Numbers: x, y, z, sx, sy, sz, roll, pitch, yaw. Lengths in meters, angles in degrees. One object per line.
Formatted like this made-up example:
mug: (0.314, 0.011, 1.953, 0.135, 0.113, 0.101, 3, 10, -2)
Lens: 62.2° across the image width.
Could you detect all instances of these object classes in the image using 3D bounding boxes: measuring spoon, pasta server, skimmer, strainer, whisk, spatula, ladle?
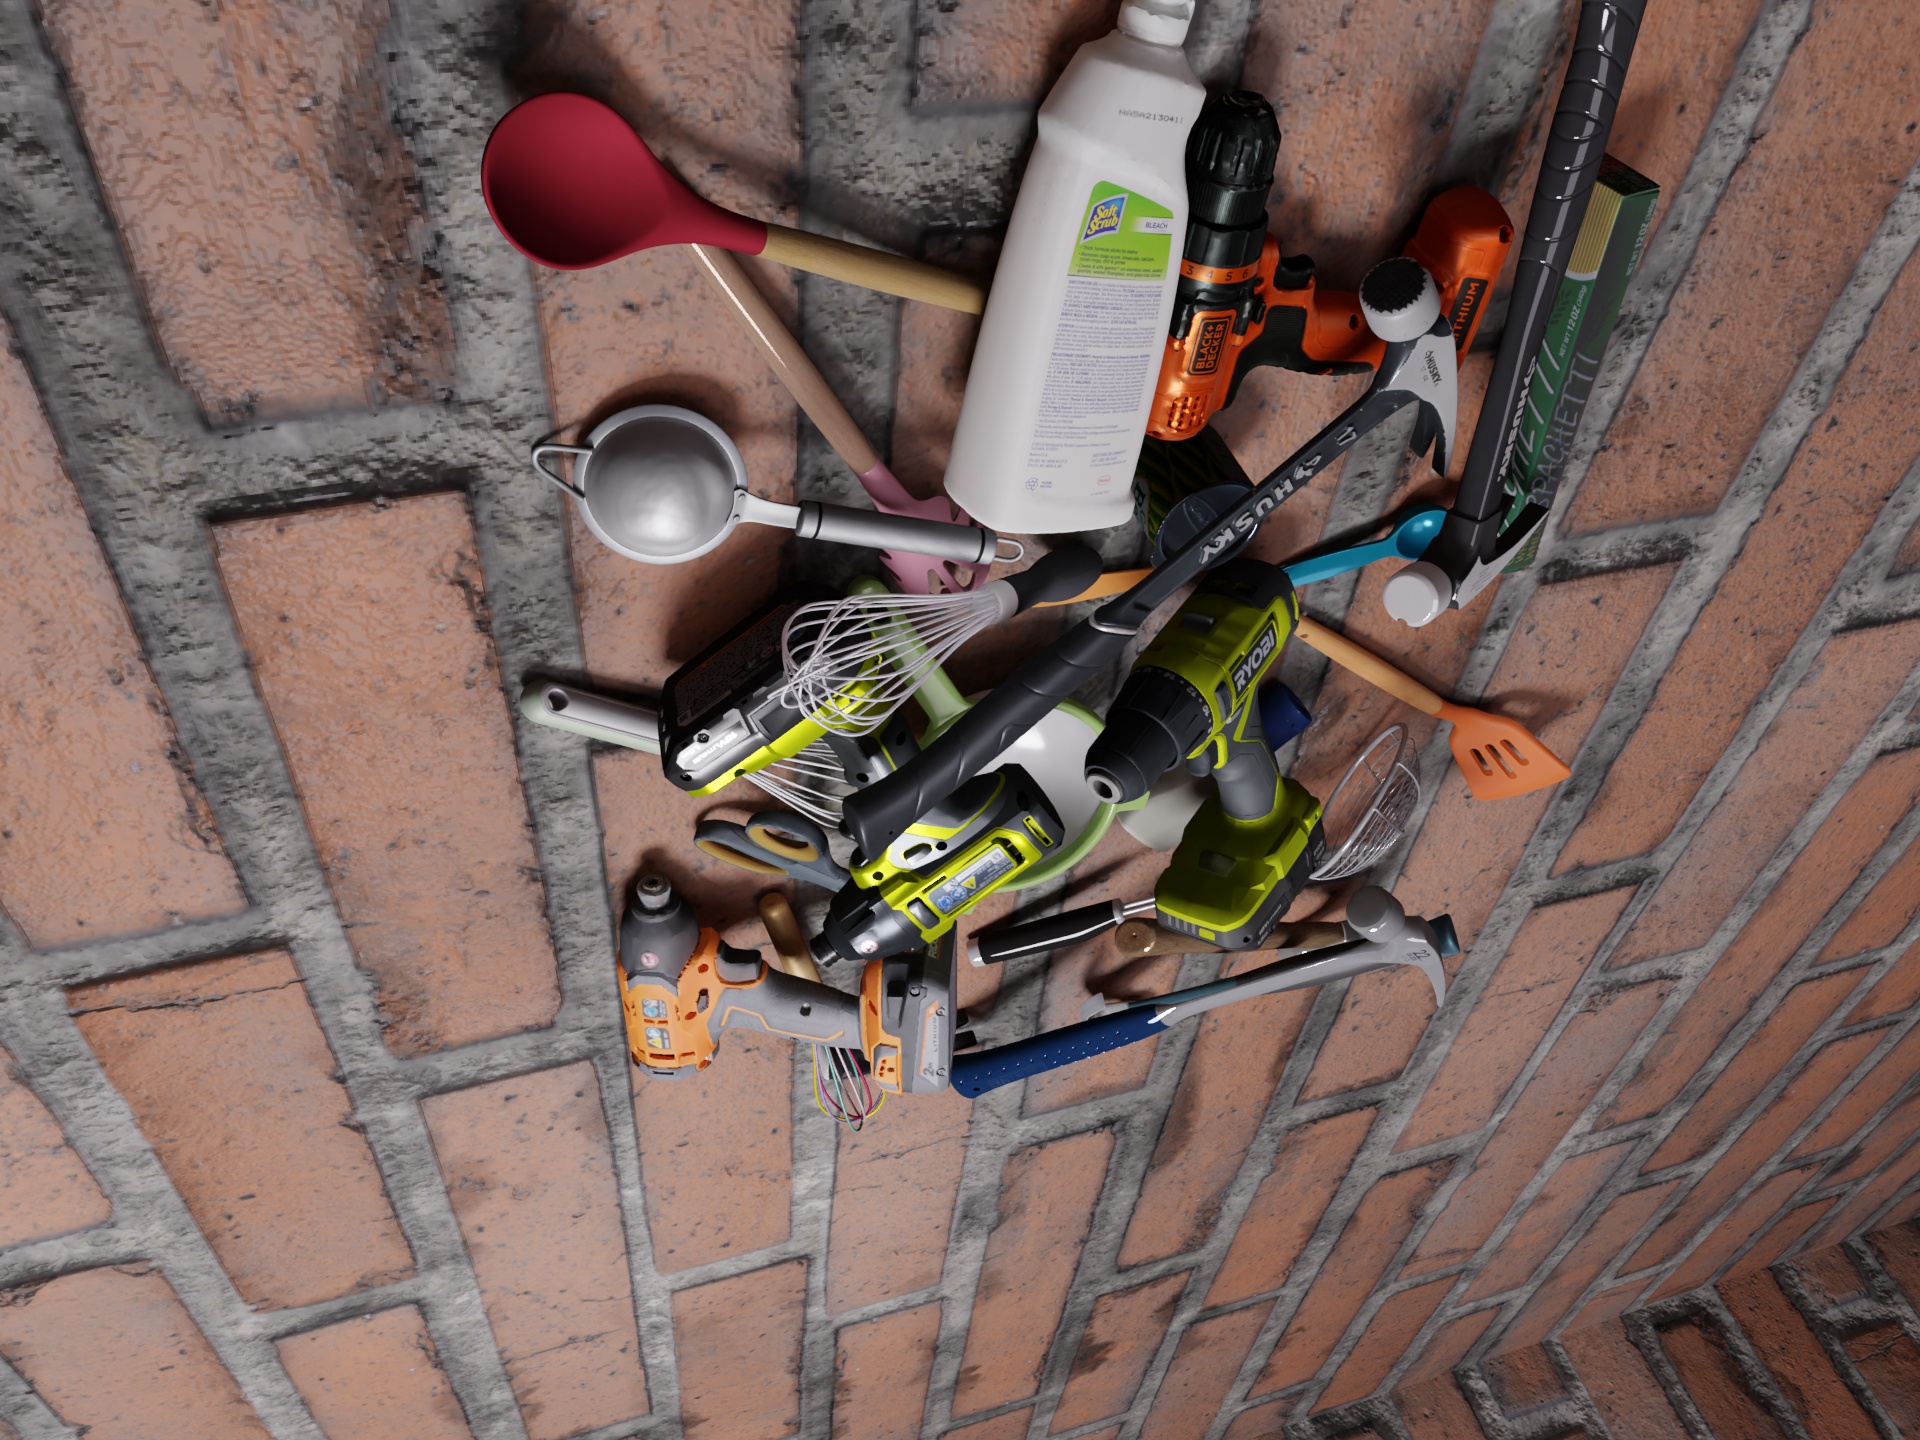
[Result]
measuring spoon: (0.084, -0.086, 0.971, 0.117, 0.011, 0.021, -10, 140, -10)
pasta server: (-0.064, -0.153, 0.809, 0.060, 0.040, 0.315, -31, 137, 9)
skimmer: (0.165, 0.098, 1.177, 0.363, 0.127, 0.090, -18, 101, 14)
strainer: (-0.002, -0.003, 0.992, 0.151, 0.069, 0.256, -32, 123, 5)
strainer: (-0.084, -0.104, 0.805, 0.258, 0.050, 0.086, 6, 123, -21)
whisk: (-0.106, 0.219, 1.166, 0.047, 0.051, 0.244, 0, 130, 21)
whisk: (-0.001, -0.055, 0.846, 0.284, 0.070, 0.070, -26, 155, -51)
measuring spoon: (0.253, -0.112, 1.023, 0.128, 0.021, 0.042, -17, 138, 6)
spatula: (0.332, -0.010, 1.153, 0.081, 0.041, 0.322, -22, 147, 40)
whisk: (-0.145, 0.017, 0.946, 0.246, 0.058, 0.059, 17, 156, -34)
ladle: (-0.068, -0.213, 0.719, 0.315, 0.031, 0.069, 4, 110, -38)

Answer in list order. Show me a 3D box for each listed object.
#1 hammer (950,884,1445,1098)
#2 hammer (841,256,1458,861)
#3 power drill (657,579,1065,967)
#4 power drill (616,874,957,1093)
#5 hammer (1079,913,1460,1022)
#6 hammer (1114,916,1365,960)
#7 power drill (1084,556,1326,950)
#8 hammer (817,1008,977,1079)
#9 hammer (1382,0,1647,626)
hammer: (0.165, 0.220, 1.189, 0.405, 0.035, 0.143, -24, 139, 30)
hammer: (0.098, -0.063, 0.844, 0.409, 0.036, 0.149, -40, 145, 7)
power drill: (-0.065, 0.043, 0.919, 0.171, 0.080, 0.223, -36, 123, 8)
power drill: (-0.117, 0.173, 1.062, 0.226, 0.084, 0.164, 3, 127, 4)
hammer: (0.237, 0.205, 1.253, 0.331, 0.033, 0.128, -22, 161, 33)
hammer: (0.231, 0.166, 1.231, 0.130, 0.031, 0.331, -24, 159, 37)
power drill: (0.156, 0.037, 1.000, 0.190, 0.080, 0.228, -49, 137, -31)
hammer: (-0.040, 0.156, 1.165, 0.127, 0.034, 0.336, -10, 139, -15)
hammer: (0.297, -0.218, 0.817, 0.146, 0.035, 0.334, -30, 136, -44)
